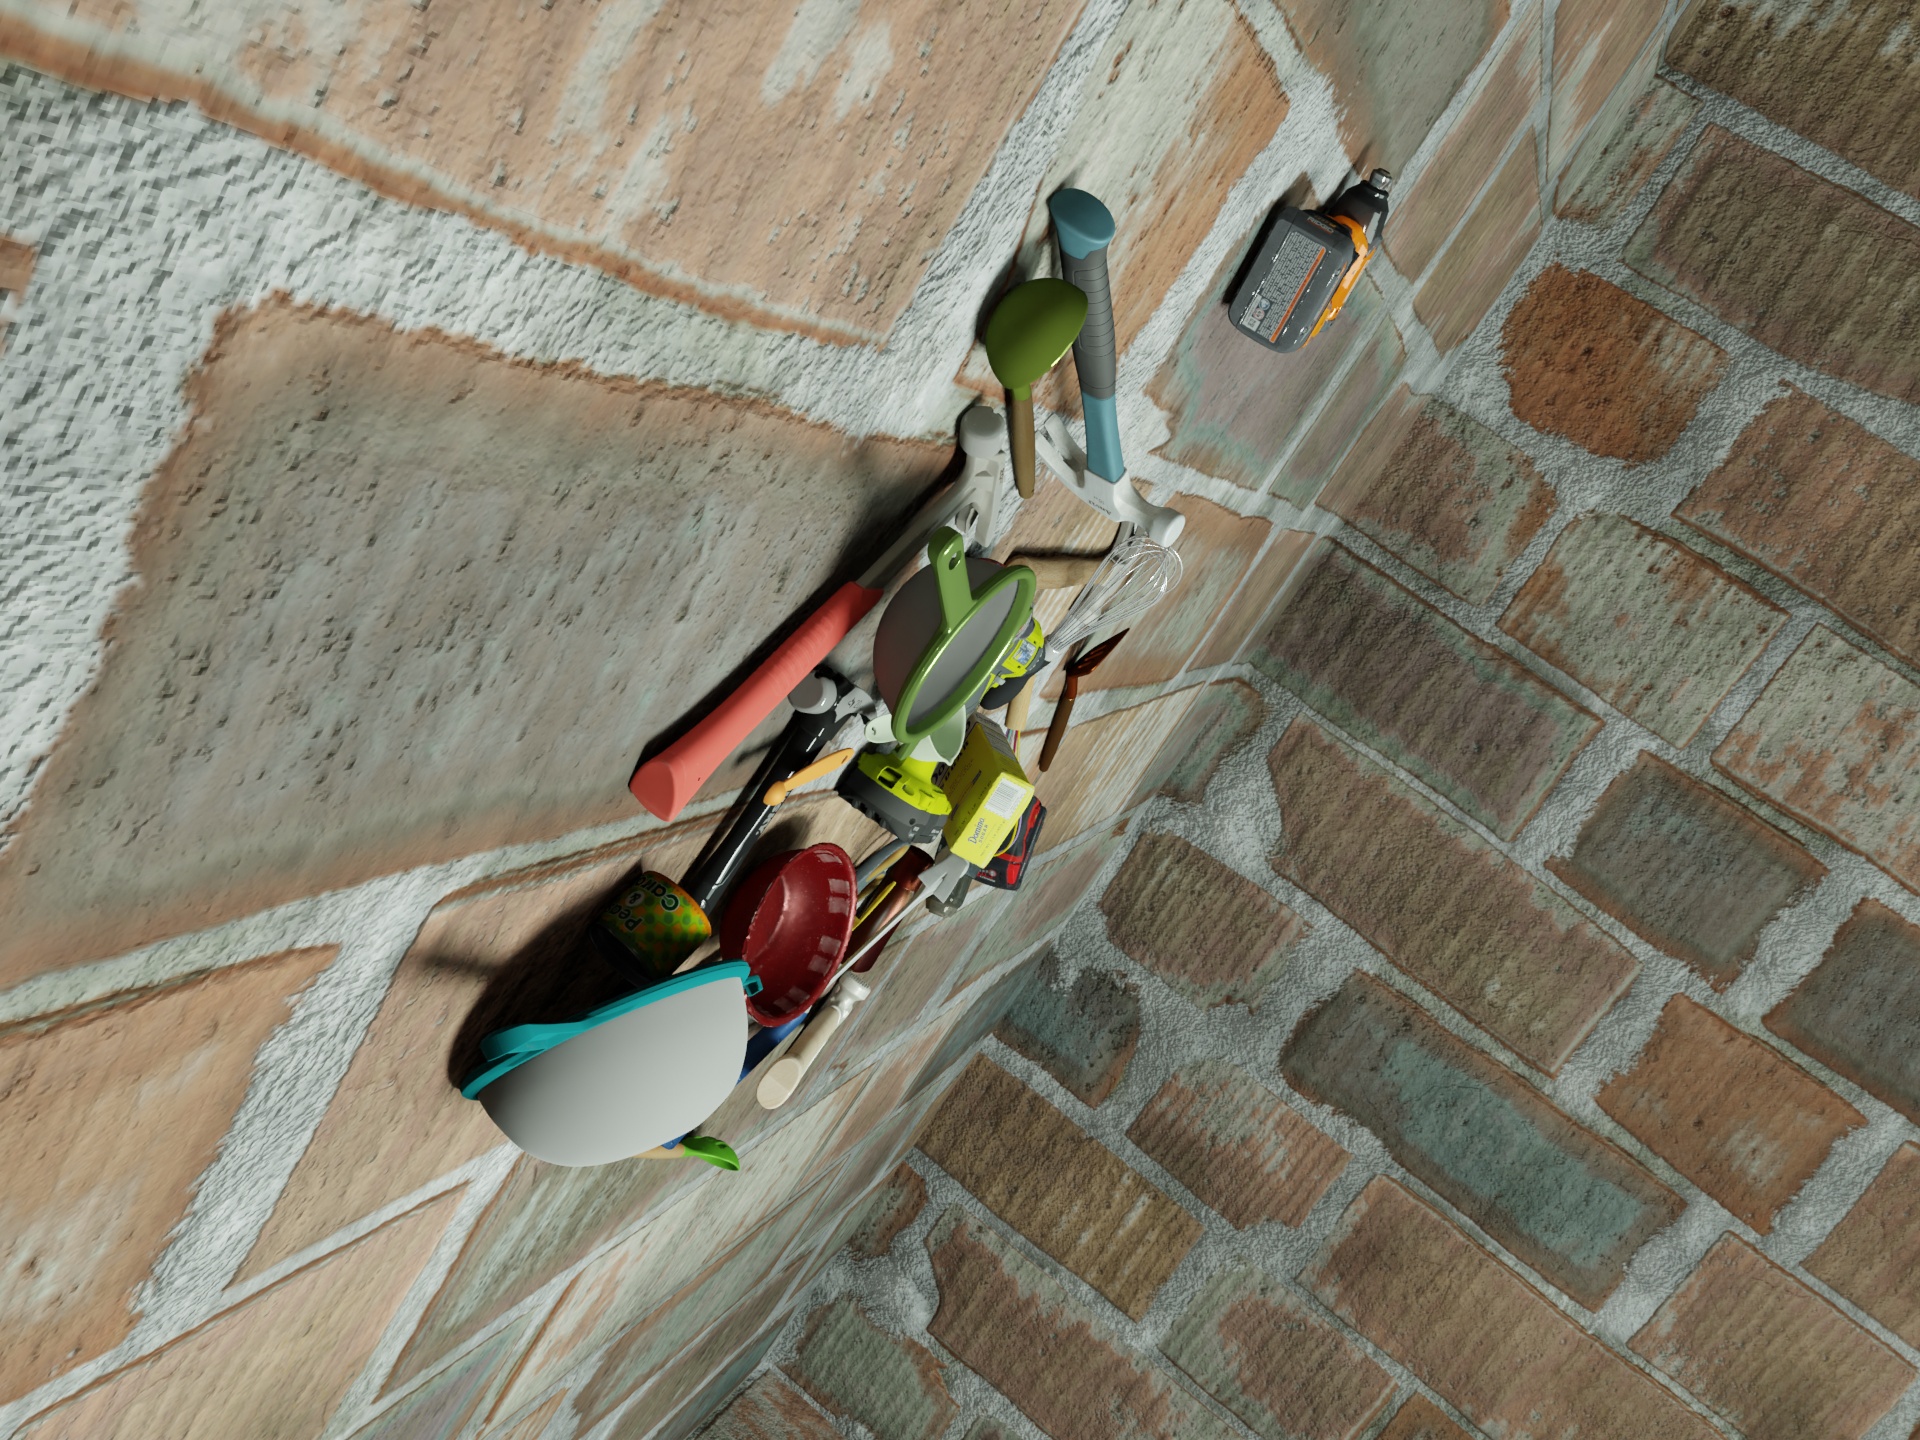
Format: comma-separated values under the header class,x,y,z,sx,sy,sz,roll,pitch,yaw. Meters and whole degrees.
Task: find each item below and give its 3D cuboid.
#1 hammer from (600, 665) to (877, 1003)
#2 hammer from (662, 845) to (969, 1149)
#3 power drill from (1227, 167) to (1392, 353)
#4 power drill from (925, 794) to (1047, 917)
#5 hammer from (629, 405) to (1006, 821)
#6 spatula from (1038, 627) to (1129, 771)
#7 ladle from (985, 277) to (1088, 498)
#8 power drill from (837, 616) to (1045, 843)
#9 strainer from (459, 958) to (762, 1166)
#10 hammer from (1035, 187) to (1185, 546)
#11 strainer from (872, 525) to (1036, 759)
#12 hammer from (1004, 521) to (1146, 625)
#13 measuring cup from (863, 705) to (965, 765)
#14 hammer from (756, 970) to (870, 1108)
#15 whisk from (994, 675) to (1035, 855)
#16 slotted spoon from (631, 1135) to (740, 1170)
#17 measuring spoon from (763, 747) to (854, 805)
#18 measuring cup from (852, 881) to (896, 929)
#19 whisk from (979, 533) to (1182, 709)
class,x,y,z,sx,sy,sz,roll,pitch,yaw
hammer,-0.176,0.105,1.216,0.335,0.035,0.146,-55,165,6
hammer,-0.148,0.271,1.544,0.405,0.035,0.144,-43,178,4
power drill,0.343,-0.440,1.507,0.226,0.084,0.164,-40,161,-57
power drill,0.023,0.139,1.787,0.226,0.080,0.188,50,60,-73
hammer,-0.088,-0.063,1.094,0.359,0.037,0.149,-48,165,-24
spatula,0.136,-0.013,1.940,0.081,0.041,0.322,-47,166,-28
ladle,0.055,-0.220,1.146,0.078,0.062,0.320,-62,170,-11
power drill,-0.002,-0.005,1.436,0.228,0.080,0.190,-57,165,3
strainer,-0.231,0.239,1.038,0.211,0.095,0.340,-25,170,-2
hammer,0.098,-0.247,1.135,0.033,0.128,0.330,-50,157,-16
strainer,-0.021,-0.079,1.059,0.151,0.069,0.256,-49,165,-13
hammer,0.109,-0.146,1.547,0.130,0.031,0.331,-57,165,16
measuring cup,-0.047,0.001,1.269,0.167,0.038,0.083,-13,99,-63
hammer,-0.172,0.359,1.688,0.146,0.038,0.410,-53,177,1
whisk,0.047,0.027,1.633,0.051,0.047,0.245,-5,113,-43
slotted spoon,-0.293,0.434,1.607,0.313,0.070,0.031,54,54,-70
measuring spoon,-0.109,0.042,1.183,0.117,0.011,0.021,-28,151,-58
measuring cup,-0.109,0.192,1.616,0.062,0.029,0.156,-45,178,31
whisk,0.106,-0.086,1.520,0.284,0.070,0.070,-41,177,39
